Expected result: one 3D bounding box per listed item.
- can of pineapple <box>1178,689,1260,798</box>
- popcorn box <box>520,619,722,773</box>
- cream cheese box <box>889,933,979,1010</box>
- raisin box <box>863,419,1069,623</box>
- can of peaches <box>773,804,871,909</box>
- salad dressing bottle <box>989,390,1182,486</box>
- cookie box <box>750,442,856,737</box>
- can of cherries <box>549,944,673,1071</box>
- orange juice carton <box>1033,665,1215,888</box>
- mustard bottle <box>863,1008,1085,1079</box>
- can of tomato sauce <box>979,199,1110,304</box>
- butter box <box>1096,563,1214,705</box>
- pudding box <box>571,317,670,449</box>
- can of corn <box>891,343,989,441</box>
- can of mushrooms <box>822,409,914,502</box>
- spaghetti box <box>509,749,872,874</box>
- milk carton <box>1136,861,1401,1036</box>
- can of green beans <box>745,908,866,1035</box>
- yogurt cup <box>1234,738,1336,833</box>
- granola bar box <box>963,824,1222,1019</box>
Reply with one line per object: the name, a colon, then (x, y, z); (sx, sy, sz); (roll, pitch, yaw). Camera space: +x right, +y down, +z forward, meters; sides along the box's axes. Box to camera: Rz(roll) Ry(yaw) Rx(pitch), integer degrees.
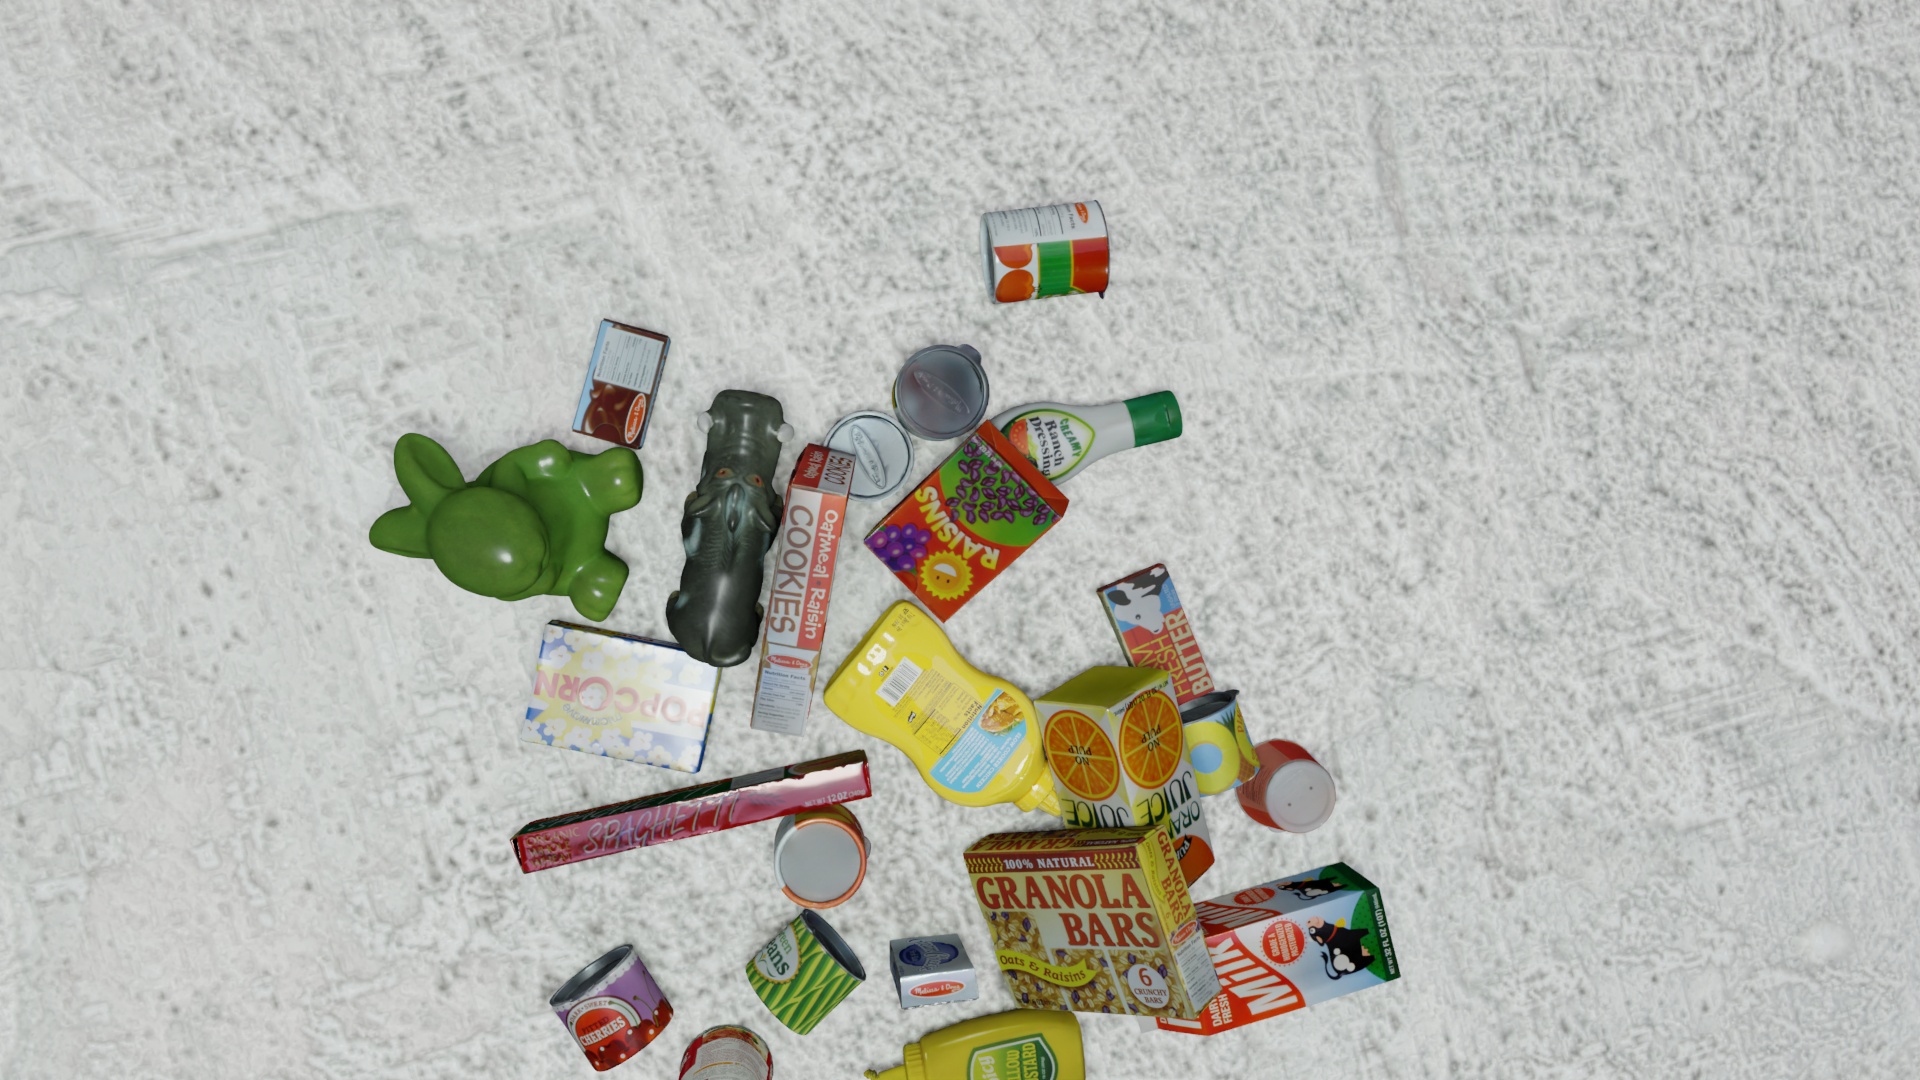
can of pineapple: (0.182, 0.149, 1.020); (0.071, 0.071, 0.058); (-21, 95, -6)
popcorn box: (-0.238, 0.110, 0.984); (0.127, 0.038, 0.085); (12, 90, -7)
cream cheese box: (-0.020, 0.303, 0.981); (0.053, 0.103, 0.024); (-4, 88, -7)
raisin box: (0.004, -0.012, 0.985); (0.086, 0.040, 0.123); (45, 115, -6)
can of peaches: (-0.098, 0.224, 0.993); (0.071, 0.058, 0.071); (0, 91, -6)
salad dressing bottle: (0.087, -0.077, 1.016); (0.148, 0.044, 0.064); (-14, 94, -6)
cookie box: (-0.106, 0.029, 0.937); (0.040, 0.123, 0.167); (10, 105, -5)
can of cherries: (-0.244, 0.328, 0.971); (0.071, 0.071, 0.058); (-31, 95, -5)
orange juice carton: (0.122, 0.192, 0.993); (0.072, 0.073, 0.192); (-23, 103, -40)
mustard bottle: (0.010, 0.383, 1.013); (0.160, 0.049, 0.065); (-7, 91, -7)
can of tomato sauce: (0.060, -0.205, 1.001); (0.083, 0.071, 0.071); (-8, 92, -6)
butter box: (0.146, 0.074, 1.036); (0.053, 0.024, 0.103); (-23, 93, -5)
pudding box: (-0.240, -0.110, 0.984); (0.050, 0.030, 0.083); (15, 90, -8)
can of corn: (-0.014, -0.107, 0.997); (0.071, 0.058, 0.071); (0, 91, -6)
can of mushrooms: (-0.070, -0.059, 1.004); (0.071, 0.033, 0.071); (0, 92, -7)
spaghetti box: (-0.187, 0.191, 0.986); (0.250, 0.050, 0.028); (-12, 92, -6)
milk carton: (0.215, 0.304, 1.024); (0.191, 0.073, 0.072); (-15, 93, -6)
can of green beans: (-0.110, 0.307, 0.989); (0.058, 0.071, 0.071); (-43, 96, -3)
yogurt cup: (0.244, 0.186, 1.035); (0.072, 0.054, 0.072); (0, 90, -7)
granola bar box: (0.087, 0.265, 0.969); (0.039, 0.165, 0.124); (-22, 95, -46)
